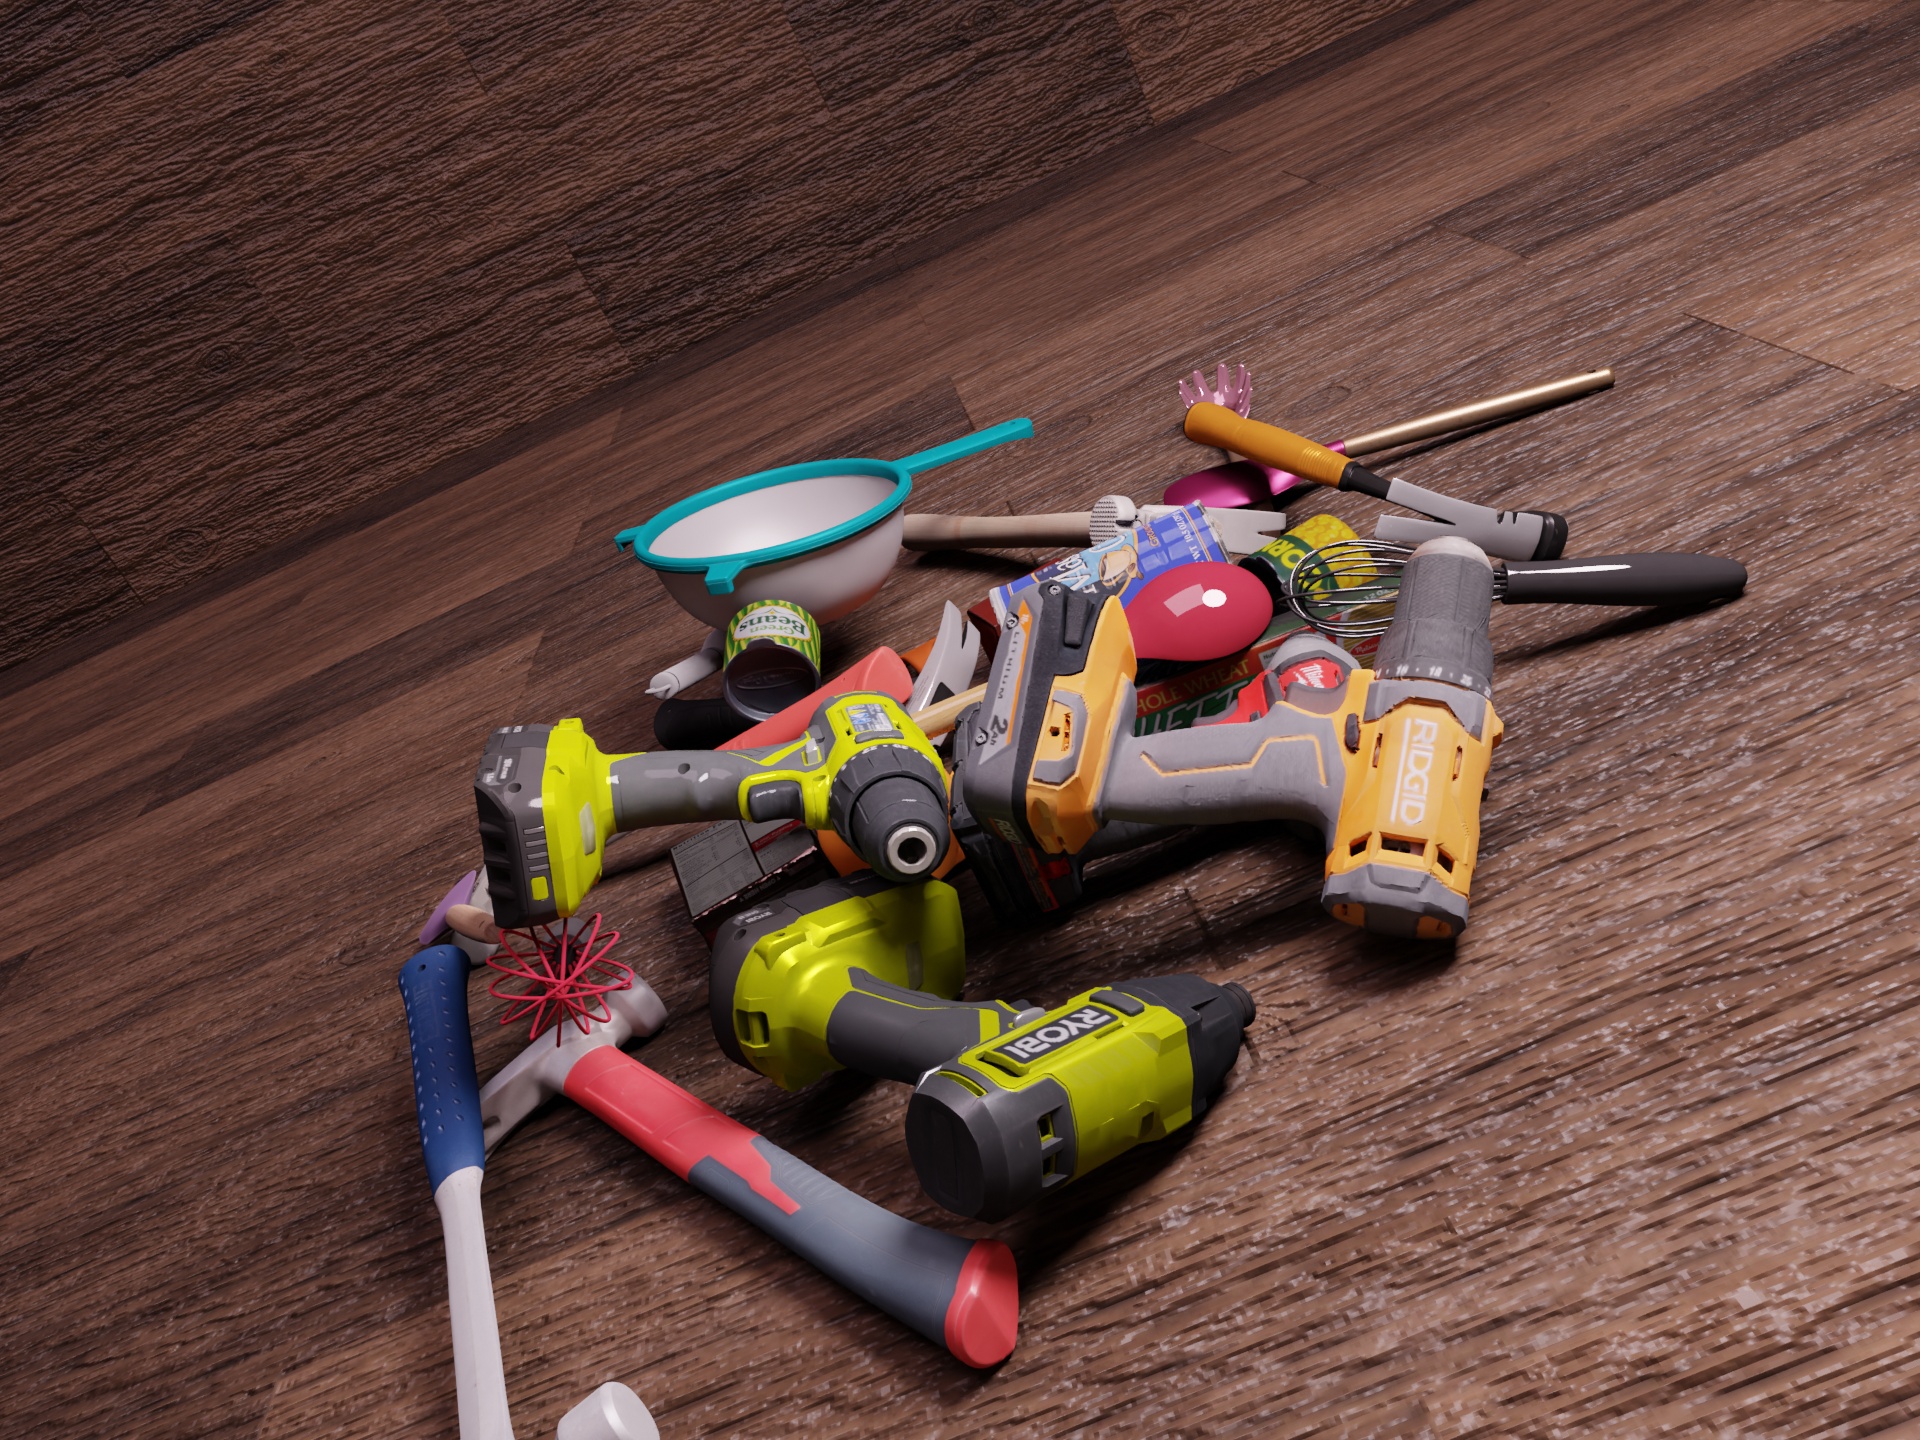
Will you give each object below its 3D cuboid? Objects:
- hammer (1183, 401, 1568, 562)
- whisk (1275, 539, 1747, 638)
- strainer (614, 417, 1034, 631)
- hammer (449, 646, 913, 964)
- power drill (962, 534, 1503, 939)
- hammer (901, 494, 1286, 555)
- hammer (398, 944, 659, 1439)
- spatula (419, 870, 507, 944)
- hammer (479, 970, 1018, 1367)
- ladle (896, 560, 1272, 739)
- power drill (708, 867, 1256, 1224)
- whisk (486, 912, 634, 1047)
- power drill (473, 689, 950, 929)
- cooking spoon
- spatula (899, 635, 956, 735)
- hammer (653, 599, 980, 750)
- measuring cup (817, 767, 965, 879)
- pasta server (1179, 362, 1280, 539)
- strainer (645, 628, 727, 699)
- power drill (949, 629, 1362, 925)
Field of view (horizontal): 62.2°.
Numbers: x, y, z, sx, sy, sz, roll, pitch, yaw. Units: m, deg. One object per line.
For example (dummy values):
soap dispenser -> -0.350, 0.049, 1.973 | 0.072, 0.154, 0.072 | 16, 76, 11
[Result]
hammer -> 0.233, -0.164, 1.034 | 0.127, 0.034, 0.337 | 6, 18, -25
whisk -> 0.287, -0.071, 0.837 | 0.239, 0.055, 0.055 | -1, 30, 8
strainer -> -0.078, -0.142, 1.221 | 0.340, 0.095, 0.211 | -24, 27, -25
hammer -> -0.187, 0.043, 1.066 | 0.359, 0.036, 0.149 | -28, 24, 20
power drill -> 0.132, -0.009, 0.733 | 0.226, 0.084, 0.185 | 9, 71, 17
hammer -> 0.070, -0.143, 1.210 | 0.146, 0.038, 0.411 | 0, 6, -27
hammer -> -0.243, 0.231, 0.754 | 0.144, 0.035, 0.406 | -37, 32, -2
spatula -> -0.307, 0.121, 0.986 | 0.060, 0.018, 0.316 | -58, 17, -16
hammer -> -0.118, 0.214, 0.732 | 0.143, 0.038, 0.386 | -41, 29, -26
ladle -> 0.027, -0.018, 0.911 | 0.315, 0.031, 0.069 | -23, 53, 7
power drill -> 0.005, 0.132, 0.707 | 0.171, 0.080, 0.223 | -17, 19, -38
whisk -> -0.222, 0.132, 0.887 | 0.073, 0.073, 0.296 | -32, 4, -13
power drill -> -0.119, 0.043, 0.798 | 0.228, 0.080, 0.191 | -6, 16, -9
cooking spoon -> 0.299, -0.201, 1.132 | 0.319, 0.017, 0.069 | -14, 32, 14
spatula -> -0.002, -0.003, 1.064 | 0.081, 0.041, 0.323 | -28, 29, -3
hammer -> -0.118, -0.009, 1.134 | 0.335, 0.035, 0.146 | -2, 50, 49
measuring cup -> -0.019, 0.027, 0.948 | 0.095, 0.052, 0.174 | 2, 49, 46
pasta server -> 0.216, -0.212, 1.238 | 0.060, 0.040, 0.316 | -13, 28, 8
strainer -> -0.184, -0.050, 1.203 | 0.087, 0.050, 0.258 | -4, 12, 12
power drill -> 0.110, 0.020, 0.837 | 0.219, 0.078, 0.143 | -15, 35, 14
